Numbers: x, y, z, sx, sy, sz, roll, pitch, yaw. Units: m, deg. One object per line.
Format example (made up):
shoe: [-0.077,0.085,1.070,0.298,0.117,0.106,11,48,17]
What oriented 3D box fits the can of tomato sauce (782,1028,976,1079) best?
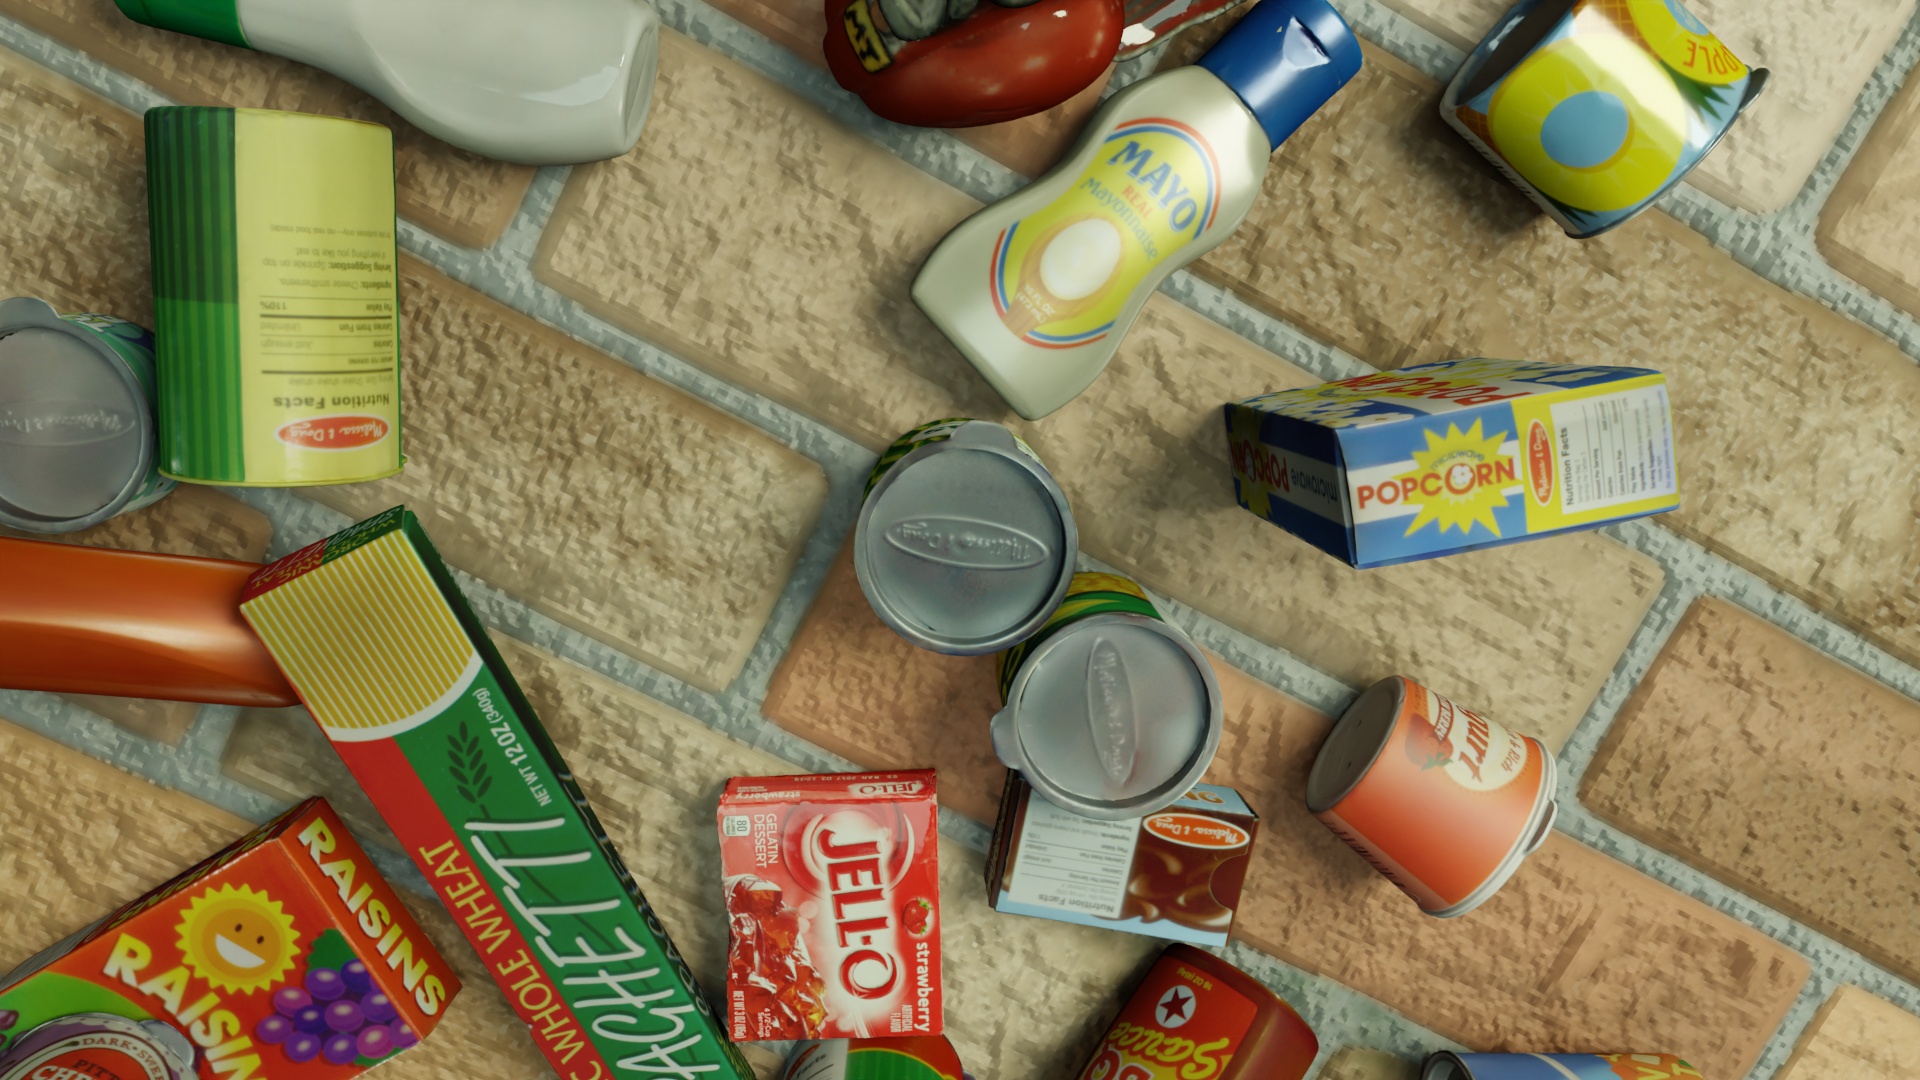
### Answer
can of tomato sauce: [-0.028,0.207,0.462,0.071,0.083,0.071,0,101,-2]

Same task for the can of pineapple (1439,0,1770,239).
can of pineapple: [0.189,-0.135,0.414,0.058,0.071,0.071,39,97,-9]

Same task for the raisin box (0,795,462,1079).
raisin box: [-0.247,0.154,0.465,0.123,0.040,0.086,-30,100,5]

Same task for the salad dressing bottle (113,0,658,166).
salad dressing bottle: [-0.166,-0.152,0.406,0.148,0.044,0.064,13,87,-4]

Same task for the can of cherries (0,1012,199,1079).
can of cherries: [-0.274,0.186,0.419,0.071,0.058,0.071,0,102,-2]

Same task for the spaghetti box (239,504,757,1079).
spaghetti box: [-0.134,0.108,0.441,0.050,0.029,0.249,-27,112,-9]

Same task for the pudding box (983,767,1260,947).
pudding box: [0.054,0.106,0.474,0.084,0.030,0.049,10,99,-5]

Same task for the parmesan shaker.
parmesan shaker: [-0.199,-0.072,0.411,0.071,0.071,0.103,2,100,-3]

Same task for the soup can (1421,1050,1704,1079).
soup can: [0.212,0.214,0.481,0.084,0.071,0.071,1,101,-3]

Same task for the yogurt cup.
yogurt cup: [0.151,0.081,0.457,0.054,0.072,0.072,33,98,0]

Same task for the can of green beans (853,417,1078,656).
can of green beans: [0.001,-0.003,0.435,0.071,0.058,0.071,0,101,-2]

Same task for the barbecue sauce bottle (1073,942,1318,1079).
barbecue sauce bottle: [0.051,0.205,0.450,0.149,0.065,0.043,-49,116,-18]

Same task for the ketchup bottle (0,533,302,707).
ketchup bottle: [-0.235,0.028,0.431,0.149,0.064,0.044,7,66,-12]

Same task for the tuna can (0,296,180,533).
tuna can: [-0.275,-0.040,0.428,0.071,0.033,0.071,-1,101,-3]

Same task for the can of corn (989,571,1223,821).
can of corn: [0.043,0.048,0.447,0.071,0.058,0.071,-1,101,-3]

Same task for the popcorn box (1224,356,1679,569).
popcorn box: [0.133,-0.026,0.403,0.085,0.127,0.038,-11,99,0]

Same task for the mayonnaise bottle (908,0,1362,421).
mayonnaise bottle: [0.055,-0.106,0.426,0.148,0.041,0.064,-43,98,6]
